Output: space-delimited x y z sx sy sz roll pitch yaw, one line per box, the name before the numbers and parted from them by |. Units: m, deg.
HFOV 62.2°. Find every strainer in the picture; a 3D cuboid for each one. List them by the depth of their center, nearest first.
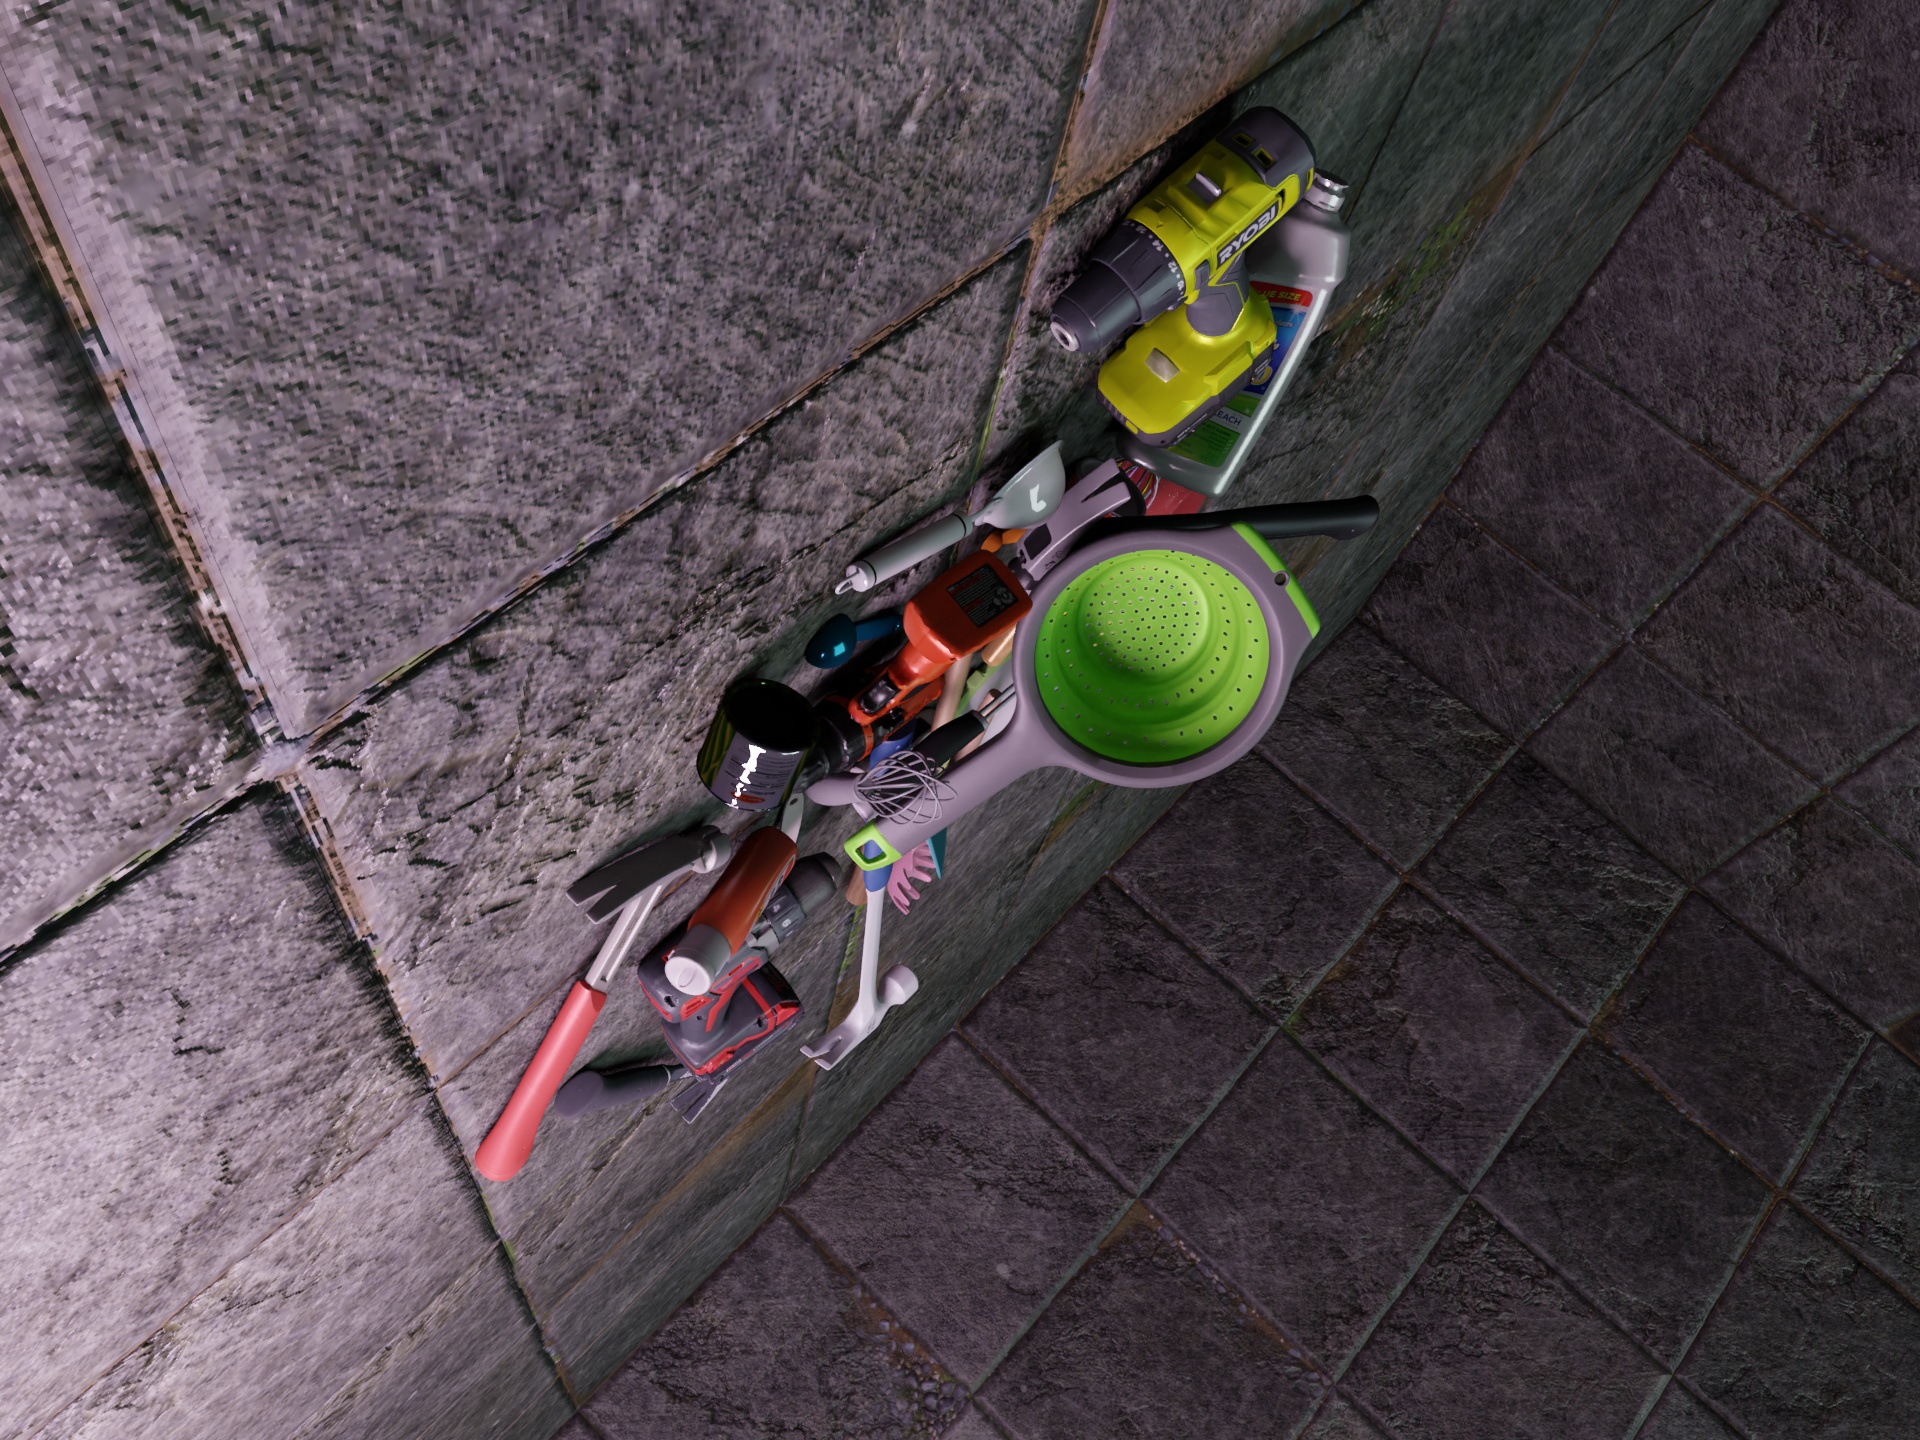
strainer | 0.005 -0.135 1.094 0.258 0.050 0.087 -33 171 -40
strainer | 0.026 0.029 1.549 0.151 0.069 0.256 -33 159 -48

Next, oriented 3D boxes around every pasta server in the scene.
pasta server | -0.013 0.078 1.498 0.060 0.040 0.316 -52 172 -44

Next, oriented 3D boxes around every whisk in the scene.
whisk | -0.067 0.050 1.178 0.055 0.055 0.239 -43 -164 -20
whisk | 0.093 -0.138 1.365 0.051 0.047 0.245 -7 143 -53

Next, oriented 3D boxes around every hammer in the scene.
hammer | -0.290 0.225 1.169 0.359 0.037 0.149 -57 165 29
hammer | 0.200 -0.155 1.250 0.334 0.035 0.146 -8 156 -30
hammer | -0.077 0.153 1.398 0.144 0.035 0.405 -41 151 -39
hammer | -0.070 0.092 1.509 0.130 0.031 0.331 -40 165 -29
hammer | -0.285 0.343 1.524 0.149 0.036 0.408 -48 166 3

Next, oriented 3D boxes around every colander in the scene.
colander | 0.075 -0.015 1.210 0.397 0.204 0.095 -34 -161 16

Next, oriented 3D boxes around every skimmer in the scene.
skimmer | 0.075 -0.016 1.292 0.363 0.090 0.127 -39 -152 -12

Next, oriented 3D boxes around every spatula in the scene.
spatula | -0.002 -0.004 1.330 0.082 0.044 0.317 -83 -173 -51

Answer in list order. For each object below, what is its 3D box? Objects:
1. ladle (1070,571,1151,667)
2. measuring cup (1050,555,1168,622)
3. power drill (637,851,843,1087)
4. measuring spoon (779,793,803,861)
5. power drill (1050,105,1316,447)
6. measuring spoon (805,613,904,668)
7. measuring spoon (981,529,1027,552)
ladle | 0.081 -0.045 1.609 0.320 0.062 0.078 -47 170 25
measuring cup | 0.135 -0.128 1.498 0.156 0.062 0.029 -38 134 -2
power drill | -0.182 0.210 1.364 0.188 0.080 0.226 -36 160 -22
measuring spoon | -0.146 0.093 1.312 0.034 0.018 0.124 -26 150 -33
power drill | 0.142 -0.275 1.056 0.190 0.080 0.228 -42 164 -5
measuring spoon | -0.065 -0.057 1.119 0.042 0.021 0.128 -54 165 24
measuring spoon | 0.048 -0.145 1.254 0.021 0.011 0.117 -55 165 26
